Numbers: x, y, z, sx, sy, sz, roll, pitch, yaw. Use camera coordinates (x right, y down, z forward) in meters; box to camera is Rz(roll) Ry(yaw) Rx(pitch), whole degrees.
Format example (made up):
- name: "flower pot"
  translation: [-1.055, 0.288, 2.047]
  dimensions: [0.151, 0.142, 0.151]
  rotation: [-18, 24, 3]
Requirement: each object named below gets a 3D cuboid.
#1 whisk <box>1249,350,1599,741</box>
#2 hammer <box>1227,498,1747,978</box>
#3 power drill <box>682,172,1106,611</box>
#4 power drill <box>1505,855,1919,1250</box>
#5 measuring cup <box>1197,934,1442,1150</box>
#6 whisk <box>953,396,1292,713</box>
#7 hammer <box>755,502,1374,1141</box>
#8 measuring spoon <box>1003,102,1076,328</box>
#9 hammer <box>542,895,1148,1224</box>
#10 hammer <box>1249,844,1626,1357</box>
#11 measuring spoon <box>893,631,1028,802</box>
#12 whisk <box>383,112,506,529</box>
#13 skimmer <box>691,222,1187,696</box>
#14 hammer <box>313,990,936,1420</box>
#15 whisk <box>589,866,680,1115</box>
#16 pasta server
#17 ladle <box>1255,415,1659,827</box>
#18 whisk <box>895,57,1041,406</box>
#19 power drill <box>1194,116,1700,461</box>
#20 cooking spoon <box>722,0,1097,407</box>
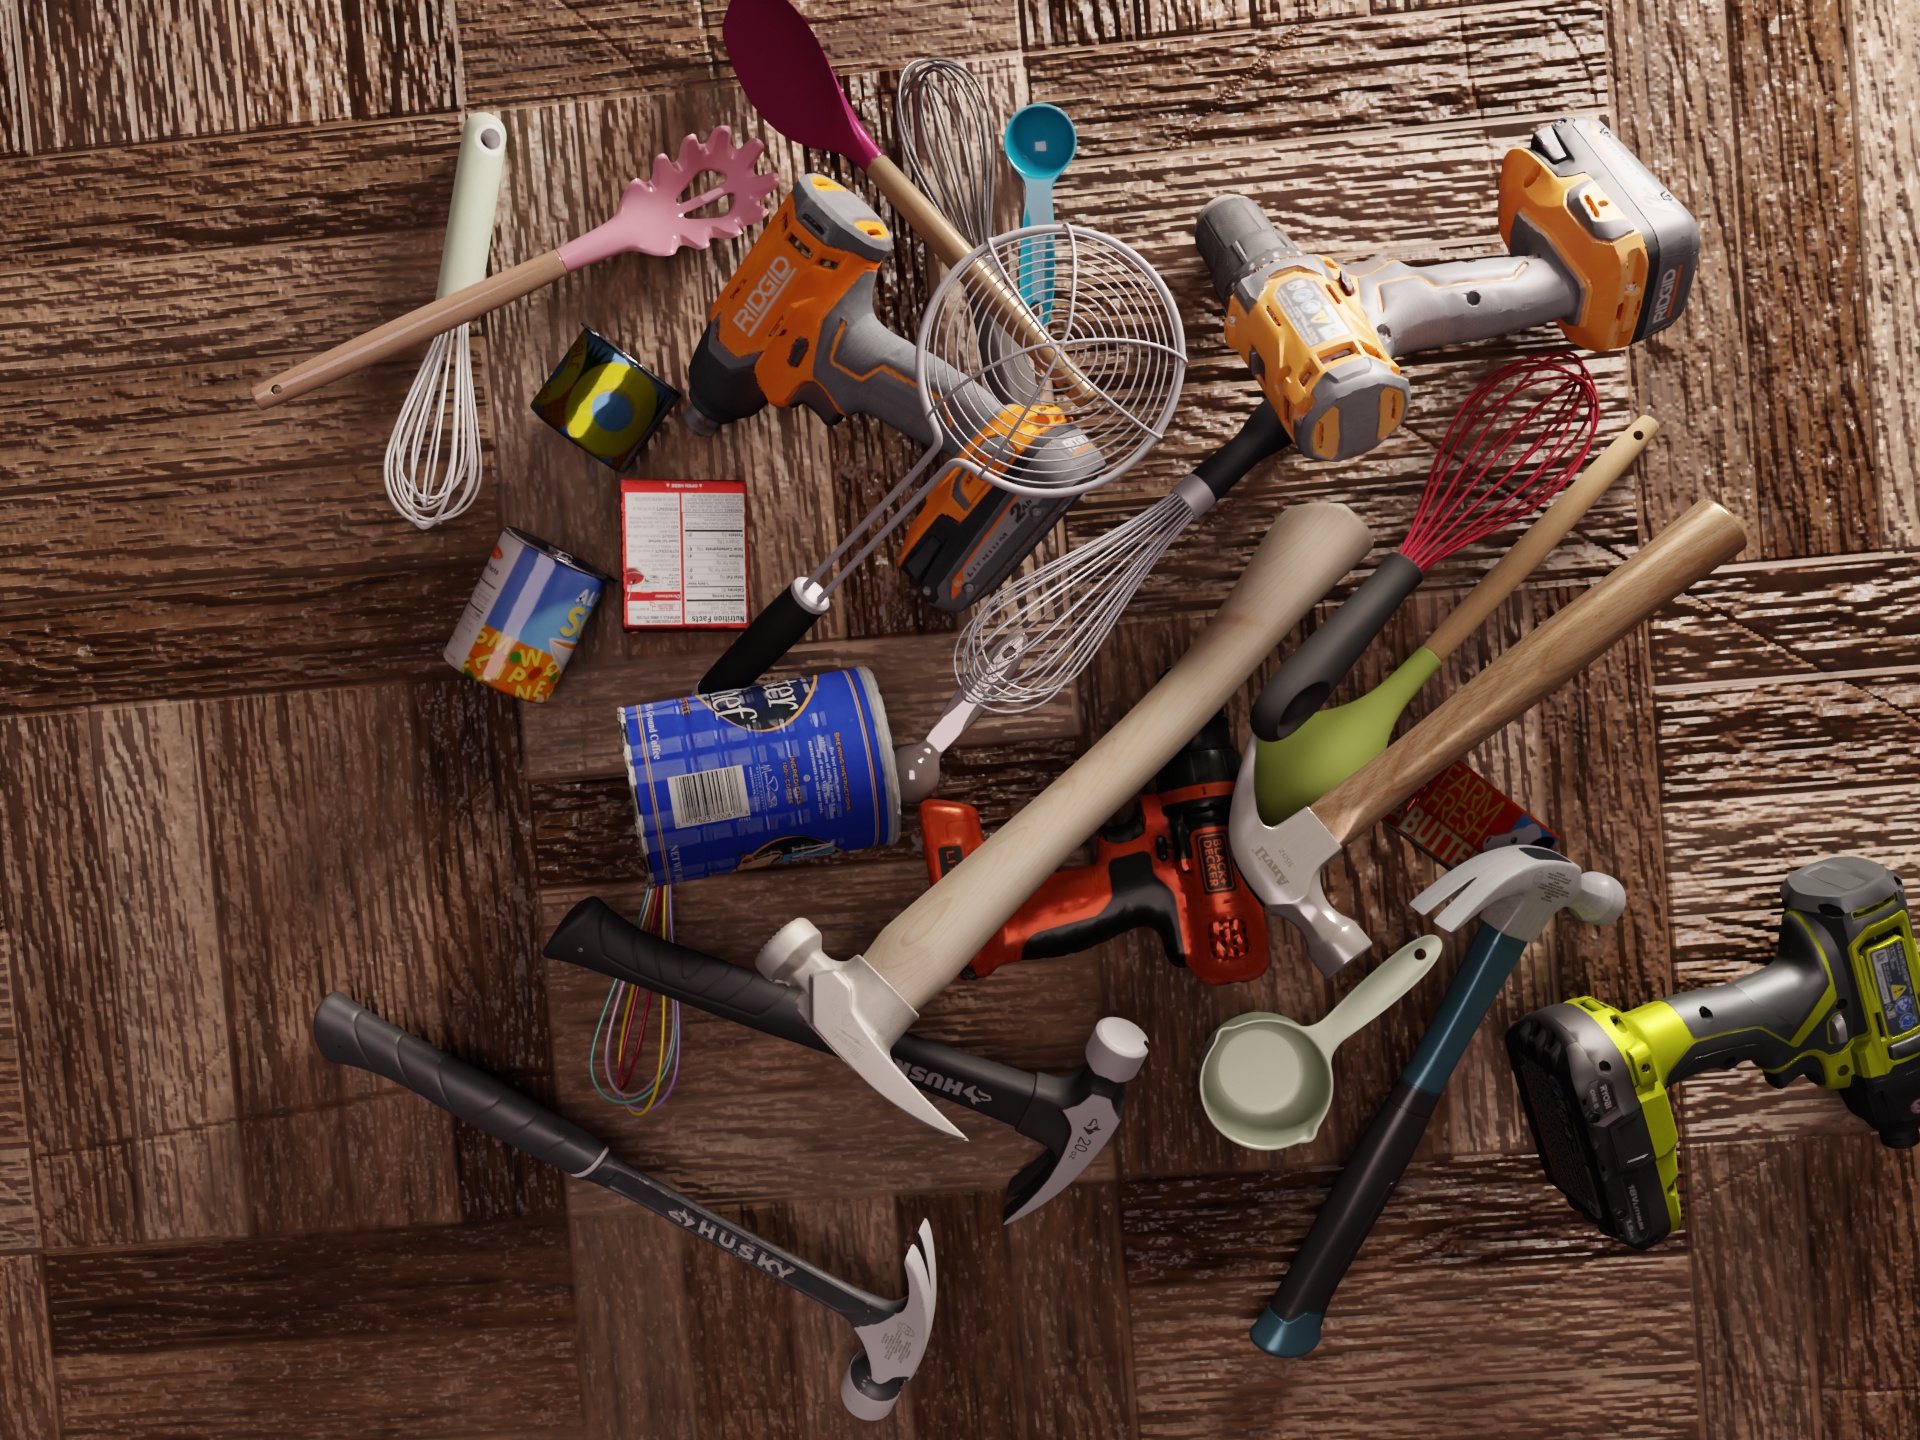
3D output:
- name: "whisk"
  translation: [0.253, -0.097, 0.864]
  dimensions: [0.073, 0.073, 0.296]
  rotation: [43, 76, 0]
- name: "hammer"
  translation: [0.284, -0.012, 0.858]
  dimensions: [0.331, 0.031, 0.130]
  rotation: [-37, 74, -4]
- name: "power drill"
  translation: [-0.049, -0.169, 0.894]
  dimensions: [0.226, 0.084, 0.164]
  rotation: [45, 117, 3]
- name: "power drill"
  translation: [0.433, 0.194, 0.882]
  dimensions: [0.223, 0.080, 0.171]
  rotation: [-22, 103, -6]
- name: "measuring cup"
  translation: [0.210, 0.178, 0.924]
  dimensions: [0.167, 0.038, 0.083]
  rotation: [-40, 90, 2]
- name: "whisk"
  translation: [0.108, -0.105, 0.901]
  dimensions: [0.284, 0.070, 0.070]
  rotation: [-41, 90, -6]
- name: "hammer"
  translation: [0.085, 0.038, 0.864]
  dimensions: [0.410, 0.038, 0.146]
  rotation: [-44, 76, -9]
- name: "measuring spoon"
  translation: [0.044, -0.290, 0.925]
  dimensions: [0.042, 0.021, 0.128]
  rotation: [1, 101, -1]
- name: "hammer"
  translation: [-0.074, 0.179, 0.899]
  dimensions: [0.334, 0.035, 0.146]
  rotation: [21, 118, -2]
- name: "hammer"
  translation: [0.257, 0.220, 0.907]
  dimensions: [0.128, 0.033, 0.331]
  rotation: [20, 100, -32]
- name: "measuring spoon"
  translation: [-0.001, -0.003, 0.935]
  dimensions: [0.034, 0.018, 0.124]
  rotation: [39, 93, 1]
- name: "whisk"
  translation: [-0.296, -0.233, 0.930]
  dimensions: [0.057, 0.059, 0.246]
  rotation: [10, 89, -41]
- name: "skimmer"
  translation: [-0.032, -0.109, 0.842]
  dimensions: [0.127, 0.090, 0.363]
  rotation: [48, 133, -3]
- name: "hammer"
  translation: [-0.199, 0.264, 0.928]
  dimensions: [0.409, 0.036, 0.149]
  rotation: [26, 124, 6]
- name: "whisk"
  translation: [-0.182, 0.110, 0.940]
  dimensions: [0.051, 0.047, 0.245]
  rotation: [6, 88, -9]
- name: "pasta server"
  translation: [-0.250, -0.249, 0.898]
  dimensions: [0.316, 0.040, 0.060]
  rotation: [-28, 103, -10]
- name: "ladle"
  translation: [0.286, -0.054, 0.913]
  dimensions: [0.078, 0.062, 0.320]
  rotation: [43, 87, 11]
- name: "whisk"
  translation: [0.012, -0.262, 0.913]
  dimensions: [0.055, 0.055, 0.239]
  rotation: [-15, 97, 3]
- name: "power drill"
  translation: [0.250, -0.248, 0.865]
  dimensions: [0.226, 0.084, 0.186]
  rotation: [-21, 55, -2]
- name: "cooking spoon"
  translation: [-0.031, -0.293, 0.891]
  dimensions: [0.319, 0.017, 0.068]
  rotation: [50, 138, 10]
